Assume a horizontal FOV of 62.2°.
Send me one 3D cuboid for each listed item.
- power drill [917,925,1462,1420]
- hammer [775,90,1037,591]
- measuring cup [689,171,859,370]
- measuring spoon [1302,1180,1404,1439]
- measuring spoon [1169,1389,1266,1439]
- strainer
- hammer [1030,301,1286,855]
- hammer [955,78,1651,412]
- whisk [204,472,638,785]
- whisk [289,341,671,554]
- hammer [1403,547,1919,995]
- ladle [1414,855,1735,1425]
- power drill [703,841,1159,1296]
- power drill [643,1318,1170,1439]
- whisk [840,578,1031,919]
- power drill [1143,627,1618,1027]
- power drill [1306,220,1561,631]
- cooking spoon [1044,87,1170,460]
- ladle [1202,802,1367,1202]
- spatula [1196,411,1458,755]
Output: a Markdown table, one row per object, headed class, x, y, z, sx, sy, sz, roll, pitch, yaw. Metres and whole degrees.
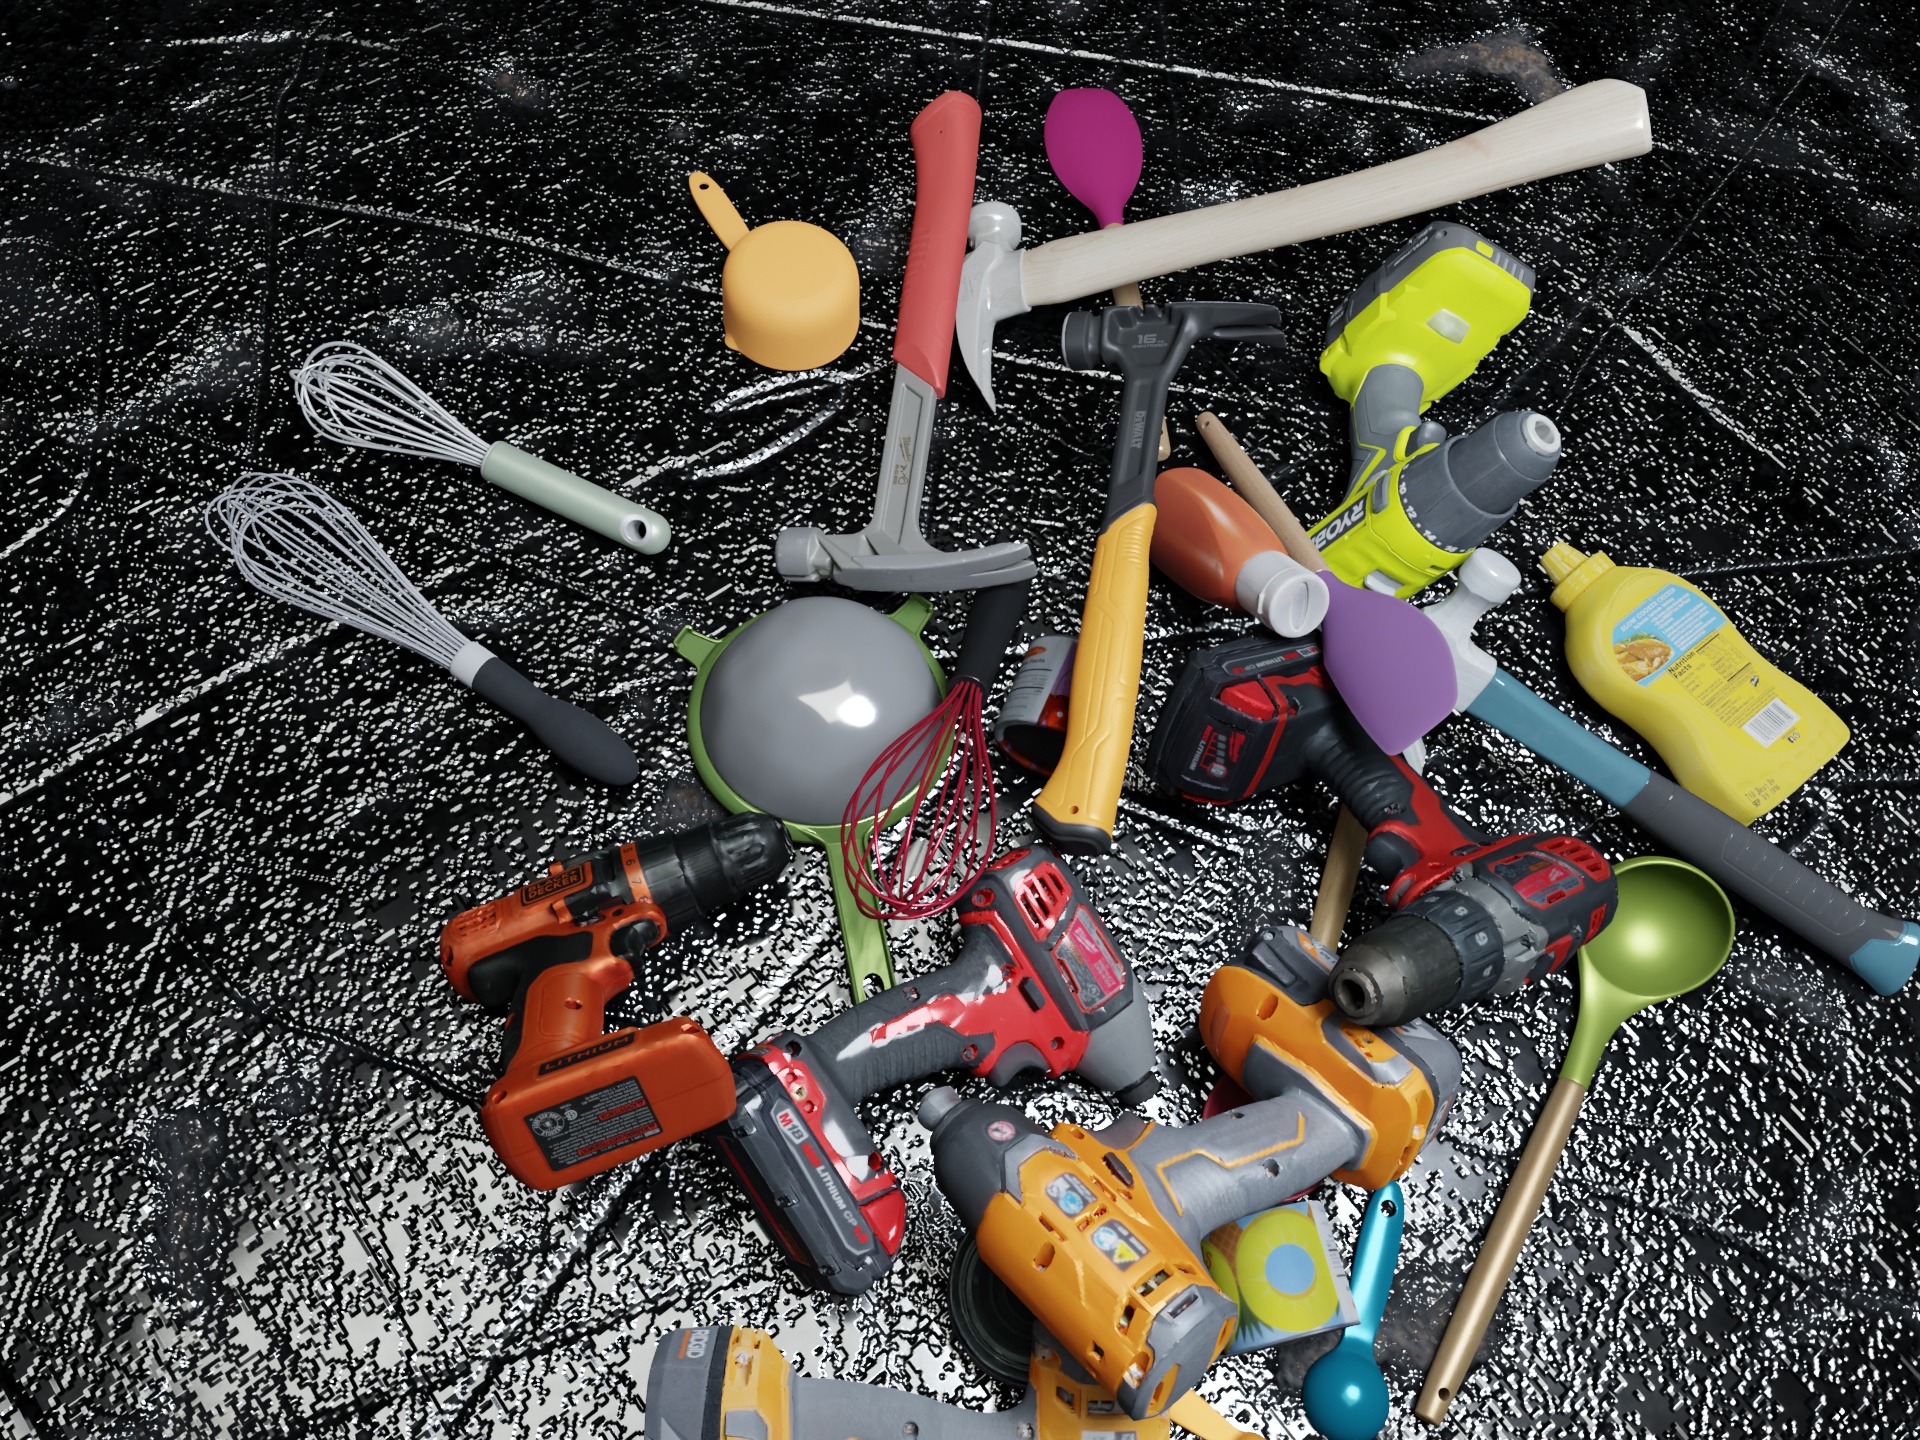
| class | x | y | z | sx | sy | sz | roll | pitch | yaw |
| --- | --- | --- | --- | --- | --- | --- | --- | --- | --- |
| power drill | 0.100 | 0.184 | 0.718 | 0.226 | 0.084 | 0.164 | -26 | 50 | -34 |
| hammer | -0.012 | -0.240 | 0.967 | 0.149 | 0.036 | 0.359 | 0 | 64 | 15 |
| measuring cup | -0.129 | -0.304 | 1.013 | 0.095 | 0.052 | 0.174 | -28 | 72 | -17 |
| measuring spoon | 0.200 | 0.286 | 0.776 | 0.042 | 0.021 | 0.129 | 19 | 65 | 4 |
| measuring spoon | 0.097 | 0.319 | 0.756 | 0.117 | 0.011 | 0.021 | 32 | 66 | 12 |
| strainer | -0.065 | 0.033 | 0.847 | 0.151 | 0.069 | 0.257 | -9 | 64 | -9 |
| hammer | 0.095 | -0.086 | 0.853 | 0.127 | 0.034 | 0.337 | 2 | 64 | 20 |
| hammer | 0.191 | -0.292 | 0.949 | 0.410 | 0.038 | 0.146 | -9 | 62 | 21 |
| whisk | -0.293 | -0.049 | 0.877 | 0.284 | 0.070 | 0.070 | 34 | 66 | 5 |
| whisk | -0.282 | -0.156 | 0.936 | 0.246 | 0.059 | 0.058 | 25 | 101 | 3 |
| hammer | 0.381 | 0.044 | 0.871 | 0.331 | 0.128 | 0.033 | 34 | 35 | 1 |
| ladle | 0.306 | 0.206 | 0.807 | 0.078 | 0.062 | 0.320 | 32 | 68 | 5 |
| power drill | -0.005 | 0.172 | 0.776 | 0.219 | 0.078 | 0.143 | -33 | 92 | -24 |
| power drill | -0.020 | 0.351 | 0.683 | 0.226 | 0.084 | 0.185 | 2 | 86 | -4 |
| whisk | -0.001 | -0.003 | 0.834 | 0.073 | 0.073 | 0.296 | 16 | 40 | 3 |
| power drill | 0.194 | 0.055 | 0.796 | 0.188 | 0.080 | 0.227 | -15 | 46 | -38 |
| power drill | 0.269 | -0.174 | 0.917 | 0.080 | 0.190 | 0.229 | 26 | 57 | -16 |
| cooking spoon | 0.106 | -0.306 | 1.056 | 0.068 | 0.017 | 0.319 | -4 | 64 | -7 |
| ladle | 0.197 | 0.111 | 0.859 | 0.069 | 0.031 | 0.316 | 18 | 62 | 10 |
| spatula | 0.193 | -0.094 | 0.889 | 0.059 | 0.018 | 0.316 | -43 | 37 | 18 |
